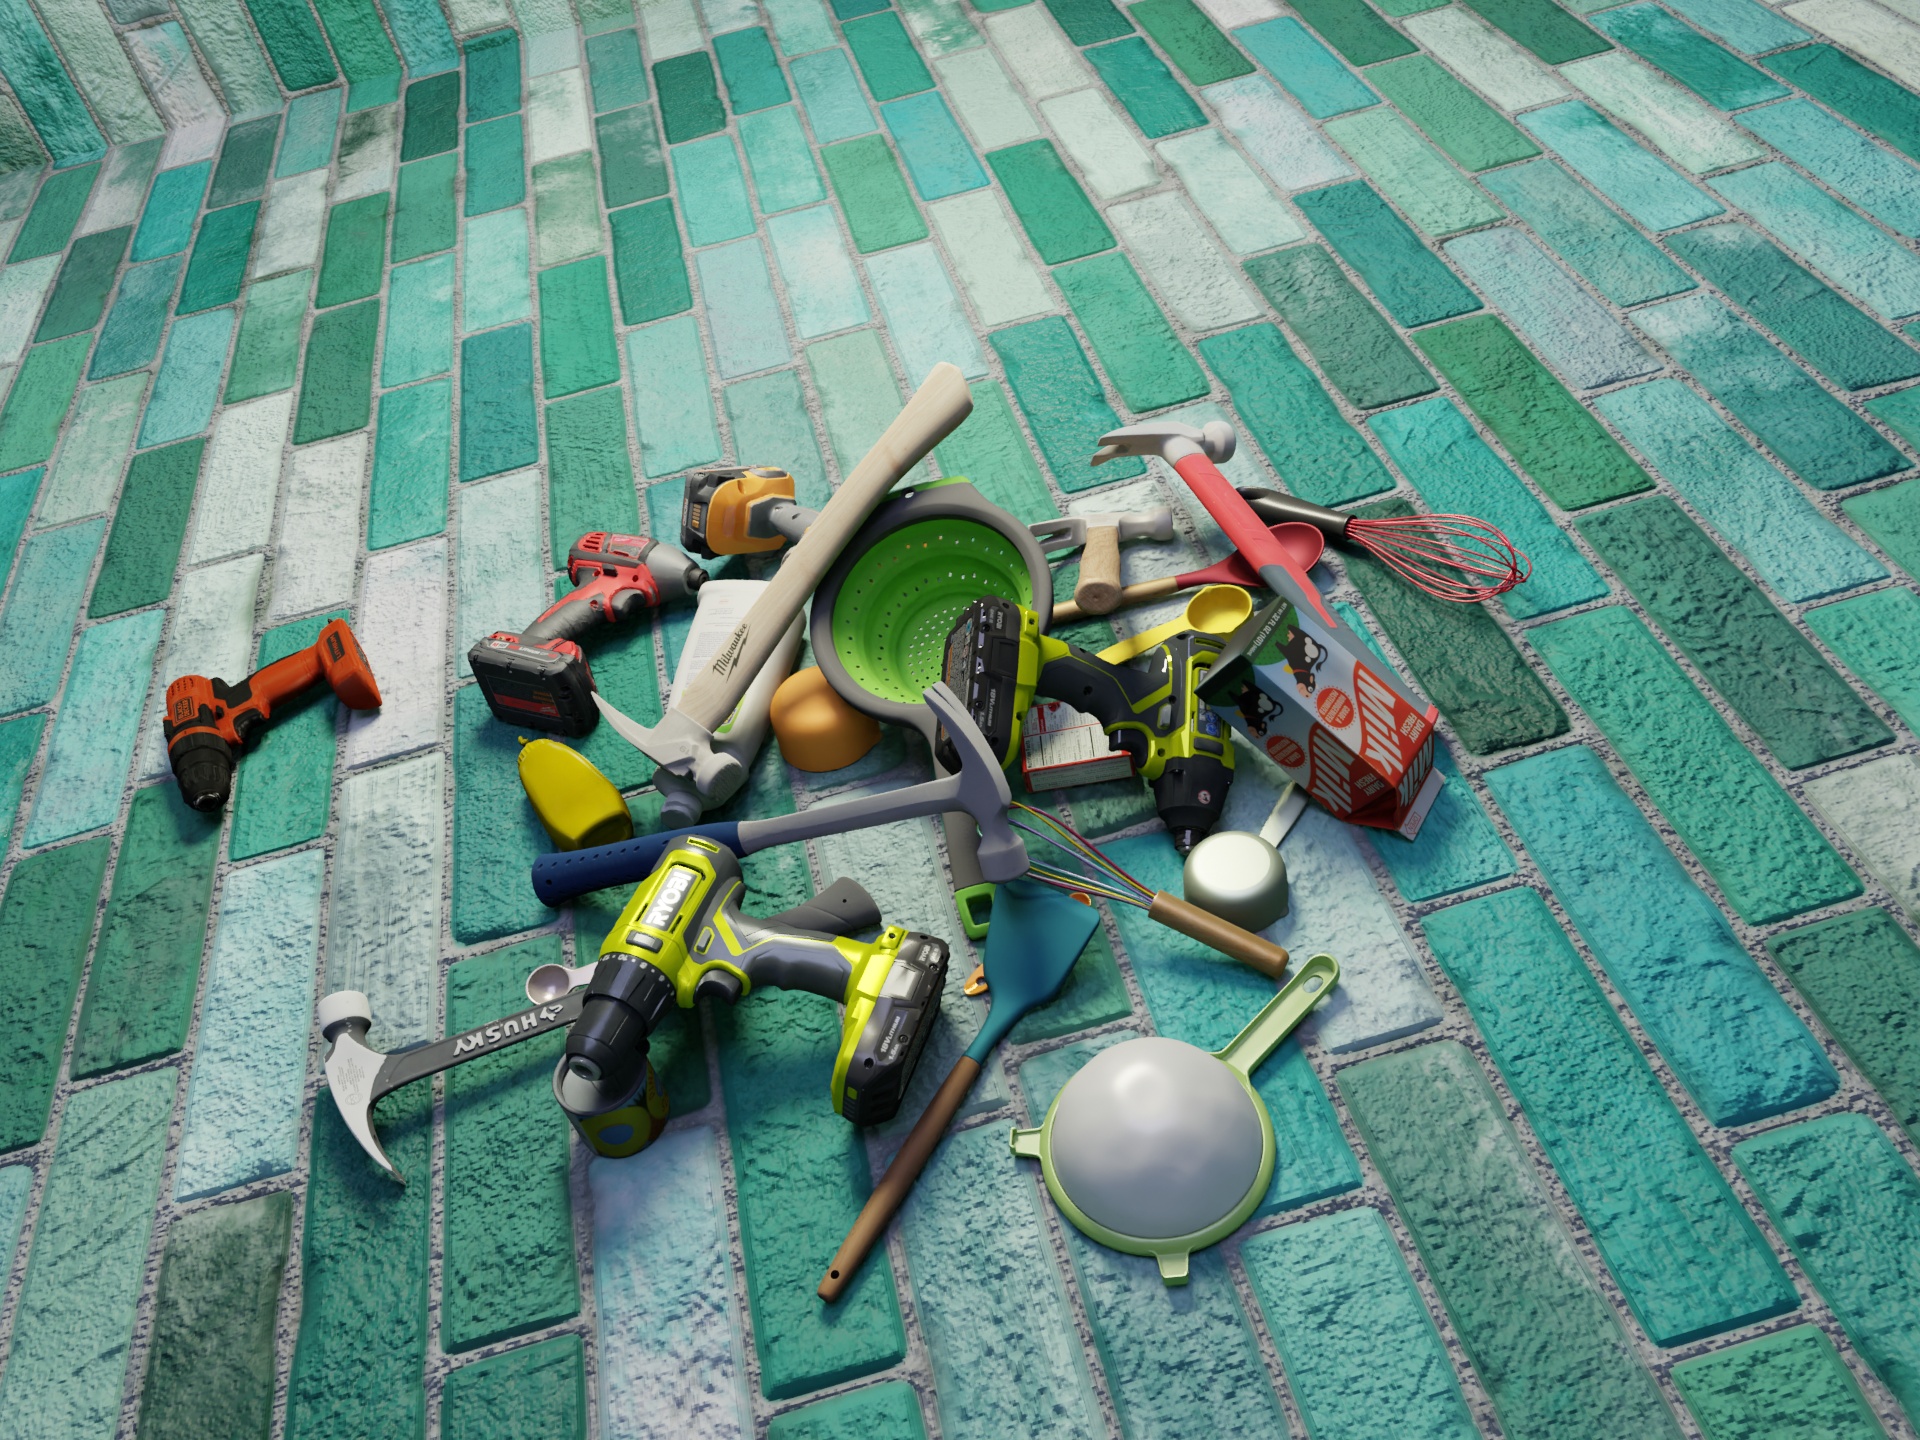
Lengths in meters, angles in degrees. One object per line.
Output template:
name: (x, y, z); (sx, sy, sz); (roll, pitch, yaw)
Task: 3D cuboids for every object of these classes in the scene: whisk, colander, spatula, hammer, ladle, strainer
whisk: (0.355, -0.163, 1.382); (0.296, 0.073, 0.073); (24, 55, 40)
colander: (-0.002, -0.004, 1.284); (0.204, 0.094, 0.397); (-15, 63, 10)
spatula: (-0.009, 0.243, 1.064); (0.082, 0.044, 0.318); (19, 53, 23)
hammer: (0.114, -0.135, 1.319); (0.130, 0.031, 0.331); (-4, 15, 7)
hammer: (-0.131, -0.134, 1.306); (0.146, 0.038, 0.411); (31, 78, 26)
hammer: (-0.253, 0.203, 1.159); (0.409, 0.036, 0.149); (-19, 58, -10)
hammer: (-0.151, 0.079, 1.175); (0.405, 0.144, 0.035); (-13, 8, 25)
hammer: (0.254, -0.118, 1.312); (0.143, 0.038, 0.387); (-10, 51, -28)
ladle: (0.164, -0.114, 1.396); (0.315, 0.031, 0.069); (-14, 48, 2)
whisk: (0.117, 0.118, 1.126); (0.245, 0.047, 0.051); (25, 12, 14)
strainer: (0.159, 0.223, 1.024); (0.256, 0.069, 0.152); (-39, 49, -22)

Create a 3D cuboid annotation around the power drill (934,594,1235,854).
power drill: (0.100, 0.001, 1.189); (0.223, 0.080, 0.171); (13, 67, -18)

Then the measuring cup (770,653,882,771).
measuring cup: (-0.105, -0.036, 1.362); (0.095, 0.052, 0.174); (4, 49, 17)

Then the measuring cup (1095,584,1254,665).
measuring cup: (0.176, -0.066, 1.353); (0.156, 0.029, 0.062); (-24, 44, 6)

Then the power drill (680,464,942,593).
power drill: (-0.154, -0.168, 1.447); (0.226, 0.084, 0.185); (21, 23, 30)

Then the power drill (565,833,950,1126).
power drill: (-0.138, 0.188, 1.083); (0.228, 0.080, 0.191); (17, 47, 9)

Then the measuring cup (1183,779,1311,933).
measuring cup: (0.223, 0.084, 1.172); (0.083, 0.038, 0.168); (20, 55, 30)

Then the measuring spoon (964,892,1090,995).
measuring spoon: (0.049, 0.164, 1.156); (0.117, 0.011, 0.021); (-36, 48, -17)

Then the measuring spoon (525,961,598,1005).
measuring spoon: (-0.265, 0.192, 1.201); (0.124, 0.018, 0.034); (-13, 56, -9)

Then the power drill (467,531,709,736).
power drill: (-0.334, -0.091, 1.460); (0.143, 0.078, 0.220); (11, 46, 23)
